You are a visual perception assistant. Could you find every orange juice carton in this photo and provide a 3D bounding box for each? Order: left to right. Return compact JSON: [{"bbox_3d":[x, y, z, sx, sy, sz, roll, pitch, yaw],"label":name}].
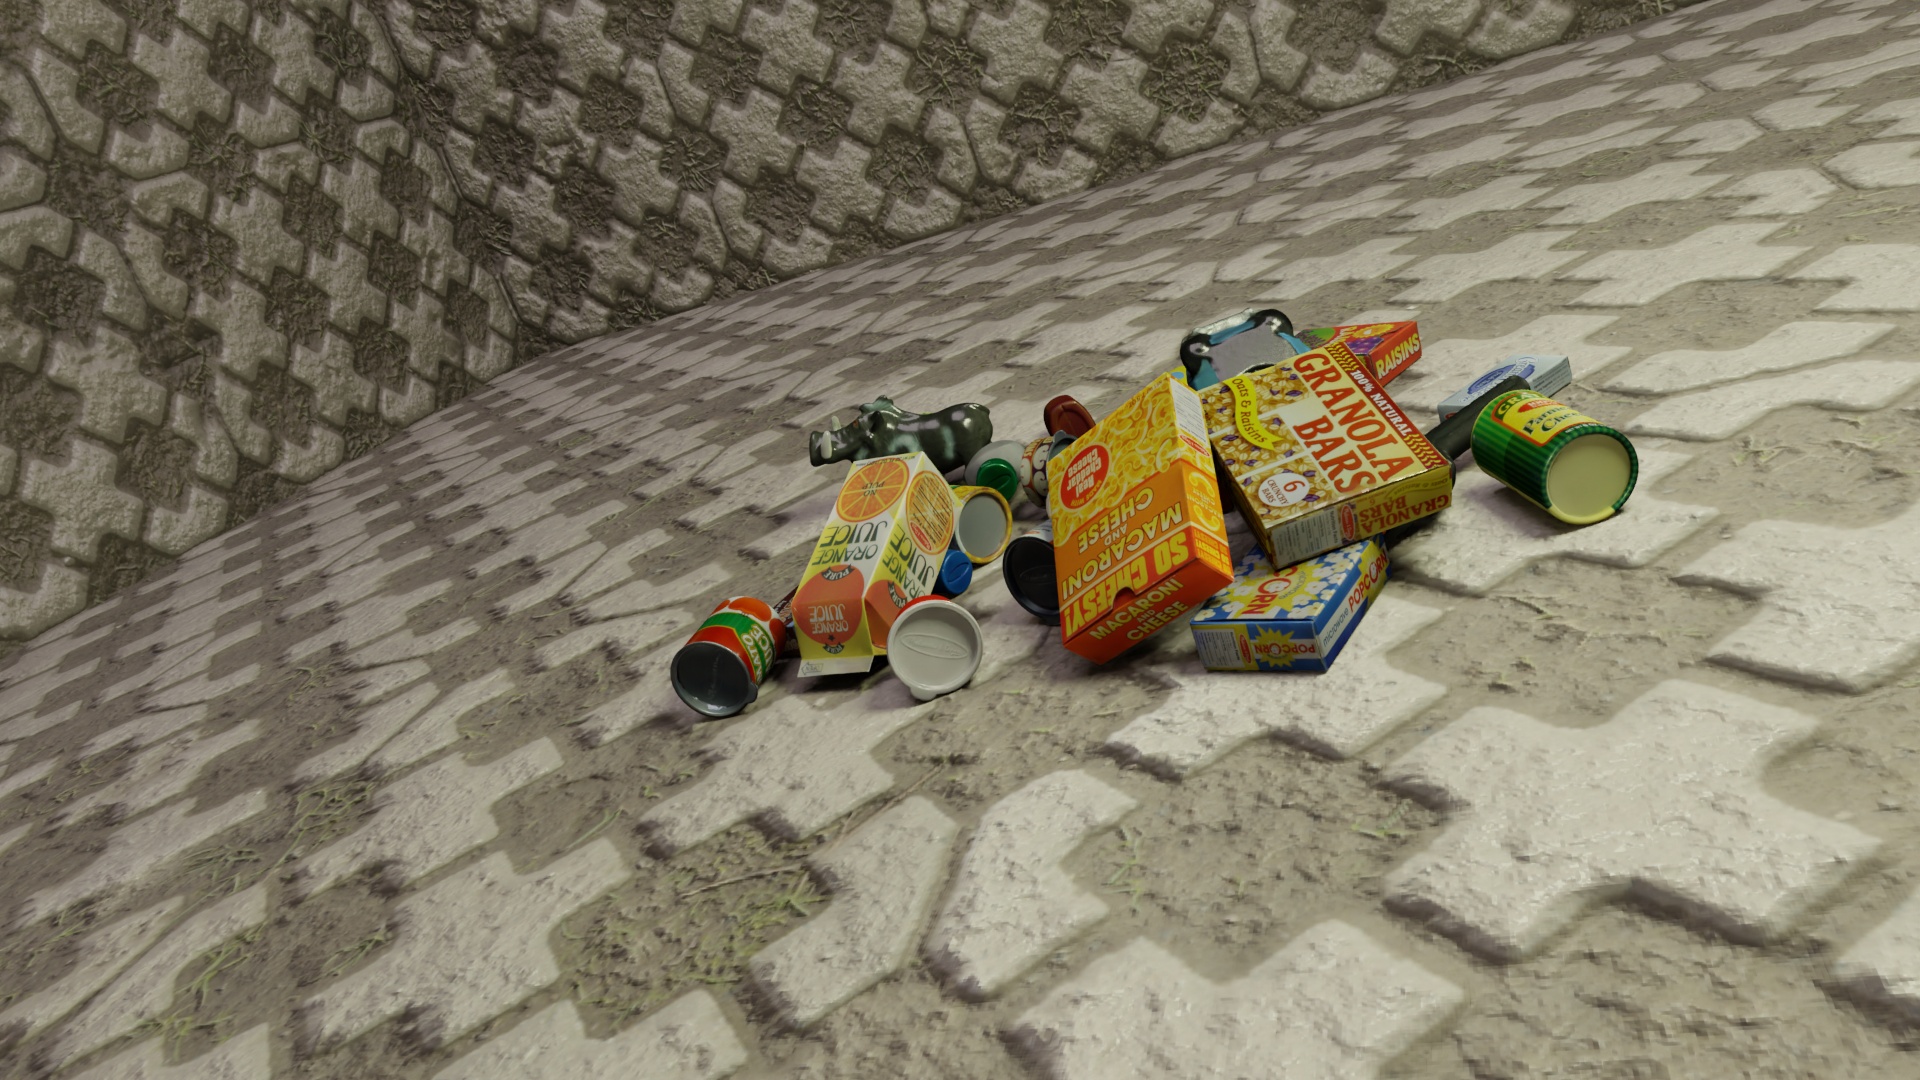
[{"bbox_3d":[-0.069,0.026,1.095,0.071,0.072,0.194,-6,47,33],"label":"orange juice carton"}]

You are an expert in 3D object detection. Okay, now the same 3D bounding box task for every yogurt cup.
[{"bbox_3d":[-0.020,0.071,0.995,0.072,0.072,0.054,-21,11,-2],"label":"yogurt cup"}]

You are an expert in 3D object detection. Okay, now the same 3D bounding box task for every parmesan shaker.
[{"bbox_3d":[0.397,-0.057,0.926,0.071,0.071,0.103,-20,19,1],"label":"parmesan shaker"}]

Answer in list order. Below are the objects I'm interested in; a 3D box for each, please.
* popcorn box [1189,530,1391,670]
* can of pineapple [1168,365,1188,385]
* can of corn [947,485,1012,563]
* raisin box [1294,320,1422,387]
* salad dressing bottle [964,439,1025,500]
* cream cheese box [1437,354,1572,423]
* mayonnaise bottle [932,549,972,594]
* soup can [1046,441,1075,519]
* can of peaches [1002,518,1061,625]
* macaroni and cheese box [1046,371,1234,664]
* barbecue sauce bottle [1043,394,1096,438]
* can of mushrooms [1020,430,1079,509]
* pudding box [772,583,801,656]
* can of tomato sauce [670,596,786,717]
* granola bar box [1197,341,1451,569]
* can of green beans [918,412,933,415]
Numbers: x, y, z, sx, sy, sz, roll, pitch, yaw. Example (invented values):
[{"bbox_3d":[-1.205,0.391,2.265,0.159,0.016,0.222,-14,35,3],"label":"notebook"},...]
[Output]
[{"bbox_3d":[0.214,0.036,0.893,0.085,0.038,0.127,-5,24,39],"label":"popcorn box"},{"bbox_3d":[0.202,-0.122,1.292,0.071,0.070,0.058,-3,25,40],"label":"can of pineapple"},{"bbox_3d":[0.004,-0.015,1.198,0.071,0.071,0.058,-33,23,-33],"label":"can of corn"},{"bbox_3d":[0.359,-0.173,1.315,0.086,0.040,0.123,-33,24,-35],"label":"raisin box"},{"bbox_3d":[0.034,-0.062,1.288,0.064,0.044,0.148,-31,7,7],"label":"salad dressing bottle"},{"bbox_3d":[0.437,-0.119,1.114,0.104,0.024,0.053,-30,23,-27],"label":"cream cheese box"},{"bbox_3d":[-0.055,0.025,1.187,0.148,0.041,0.065,2,31,44],"label":"mayonnaise bottle"},{"bbox_3d":[0.113,-0.042,1.168,0.071,0.071,0.084,-13,21,19],"label":"soup can"},{"bbox_3d":[0.075,0.019,1.034,0.071,0.071,0.058,-2,20,42],"label":"can of peaches"},{"bbox_3d":[0.117,-0.016,0.947,0.123,0.040,0.167,-38,38,35],"label":"macaroni and cheese box"},{"bbox_3d":[0.107,-0.116,1.380,0.043,0.064,0.149,-27,10,5],"label":"barbecue sauce bottle"},{"bbox_3d":[0.086,-0.063,1.238,0.033,0.071,0.071,-3,25,44],"label":"can of mushrooms"},{"bbox_3d":[-0.133,0.065,1.168,0.049,0.030,0.084,-6,24,33],"label":"pudding box"},{"bbox_3d":[-0.179,0.090,1.094,0.071,0.071,0.083,-13,19,19],"label":"can of tomato sauce"},{"bbox_3d":[0.237,-0.063,0.942,0.124,0.039,0.166,-19,38,0],"label":"granola bar box"},{"bbox_3d":[-0.047,-0.098,1.482,0.071,0.057,0.071,-18,19,7],"label":"can of green beans"}]
